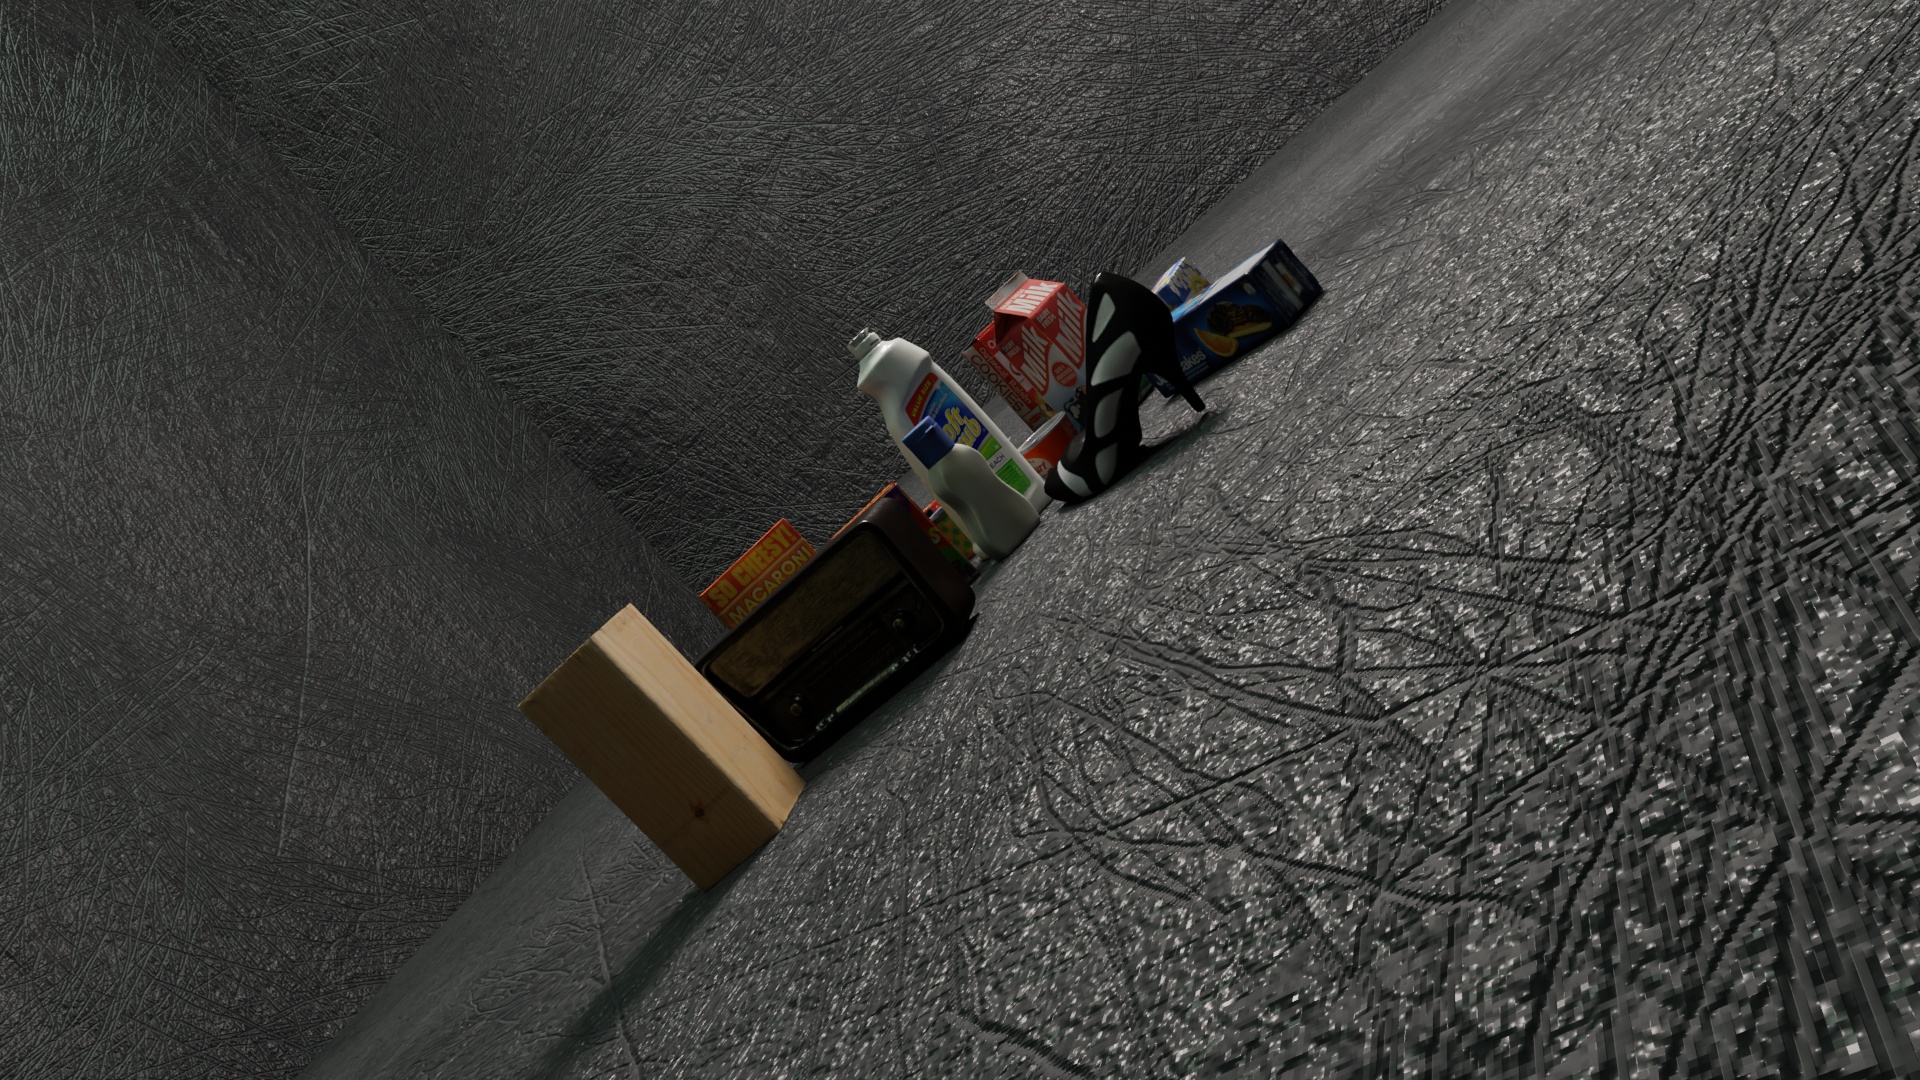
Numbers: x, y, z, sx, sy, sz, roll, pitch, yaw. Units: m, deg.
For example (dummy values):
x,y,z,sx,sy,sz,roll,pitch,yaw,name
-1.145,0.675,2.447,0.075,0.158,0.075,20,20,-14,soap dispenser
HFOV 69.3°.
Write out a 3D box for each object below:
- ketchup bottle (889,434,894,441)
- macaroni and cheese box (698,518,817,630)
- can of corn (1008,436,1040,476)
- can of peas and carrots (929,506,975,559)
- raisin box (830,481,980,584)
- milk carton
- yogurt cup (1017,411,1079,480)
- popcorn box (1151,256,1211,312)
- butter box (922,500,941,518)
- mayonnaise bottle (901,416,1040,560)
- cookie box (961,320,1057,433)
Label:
x,y,z,sx,sy,sz,roll,pitch,yaw,name
-0.028,-0.092,1.770,0.044,0.148,0.064,-47,8,-34,ketchup bottle
-0.180,0.079,1.498,0.124,0.166,0.040,-45,6,-16,macaroni and cheese box
0.051,-0.076,1.600,0.071,0.058,0.071,-42,6,6,can of corn
0.005,-0.019,1.504,0.071,0.058,0.071,-42,6,6,can of peas and carrots
-0.054,0.015,1.352,0.086,0.123,0.040,-43,6,1,raisin box
0.110,-0.201,1.484,0.073,0.190,0.073,-47,8,-35,milk carton
0.100,-0.094,1.450,0.072,0.054,0.072,-42,6,6,yogurt cup
0.235,-0.235,1.424,0.038,0.085,0.127,-39,7,29,popcorn box
-0.051,0.001,1.734,0.103,0.053,0.024,-39,7,28,butter box
0.007,-0.053,1.323,0.065,0.148,0.041,-46,7,-26,mayonnaise bottle
0.097,-0.202,1.659,0.040,0.167,0.123,-36,10,49,cookie box
